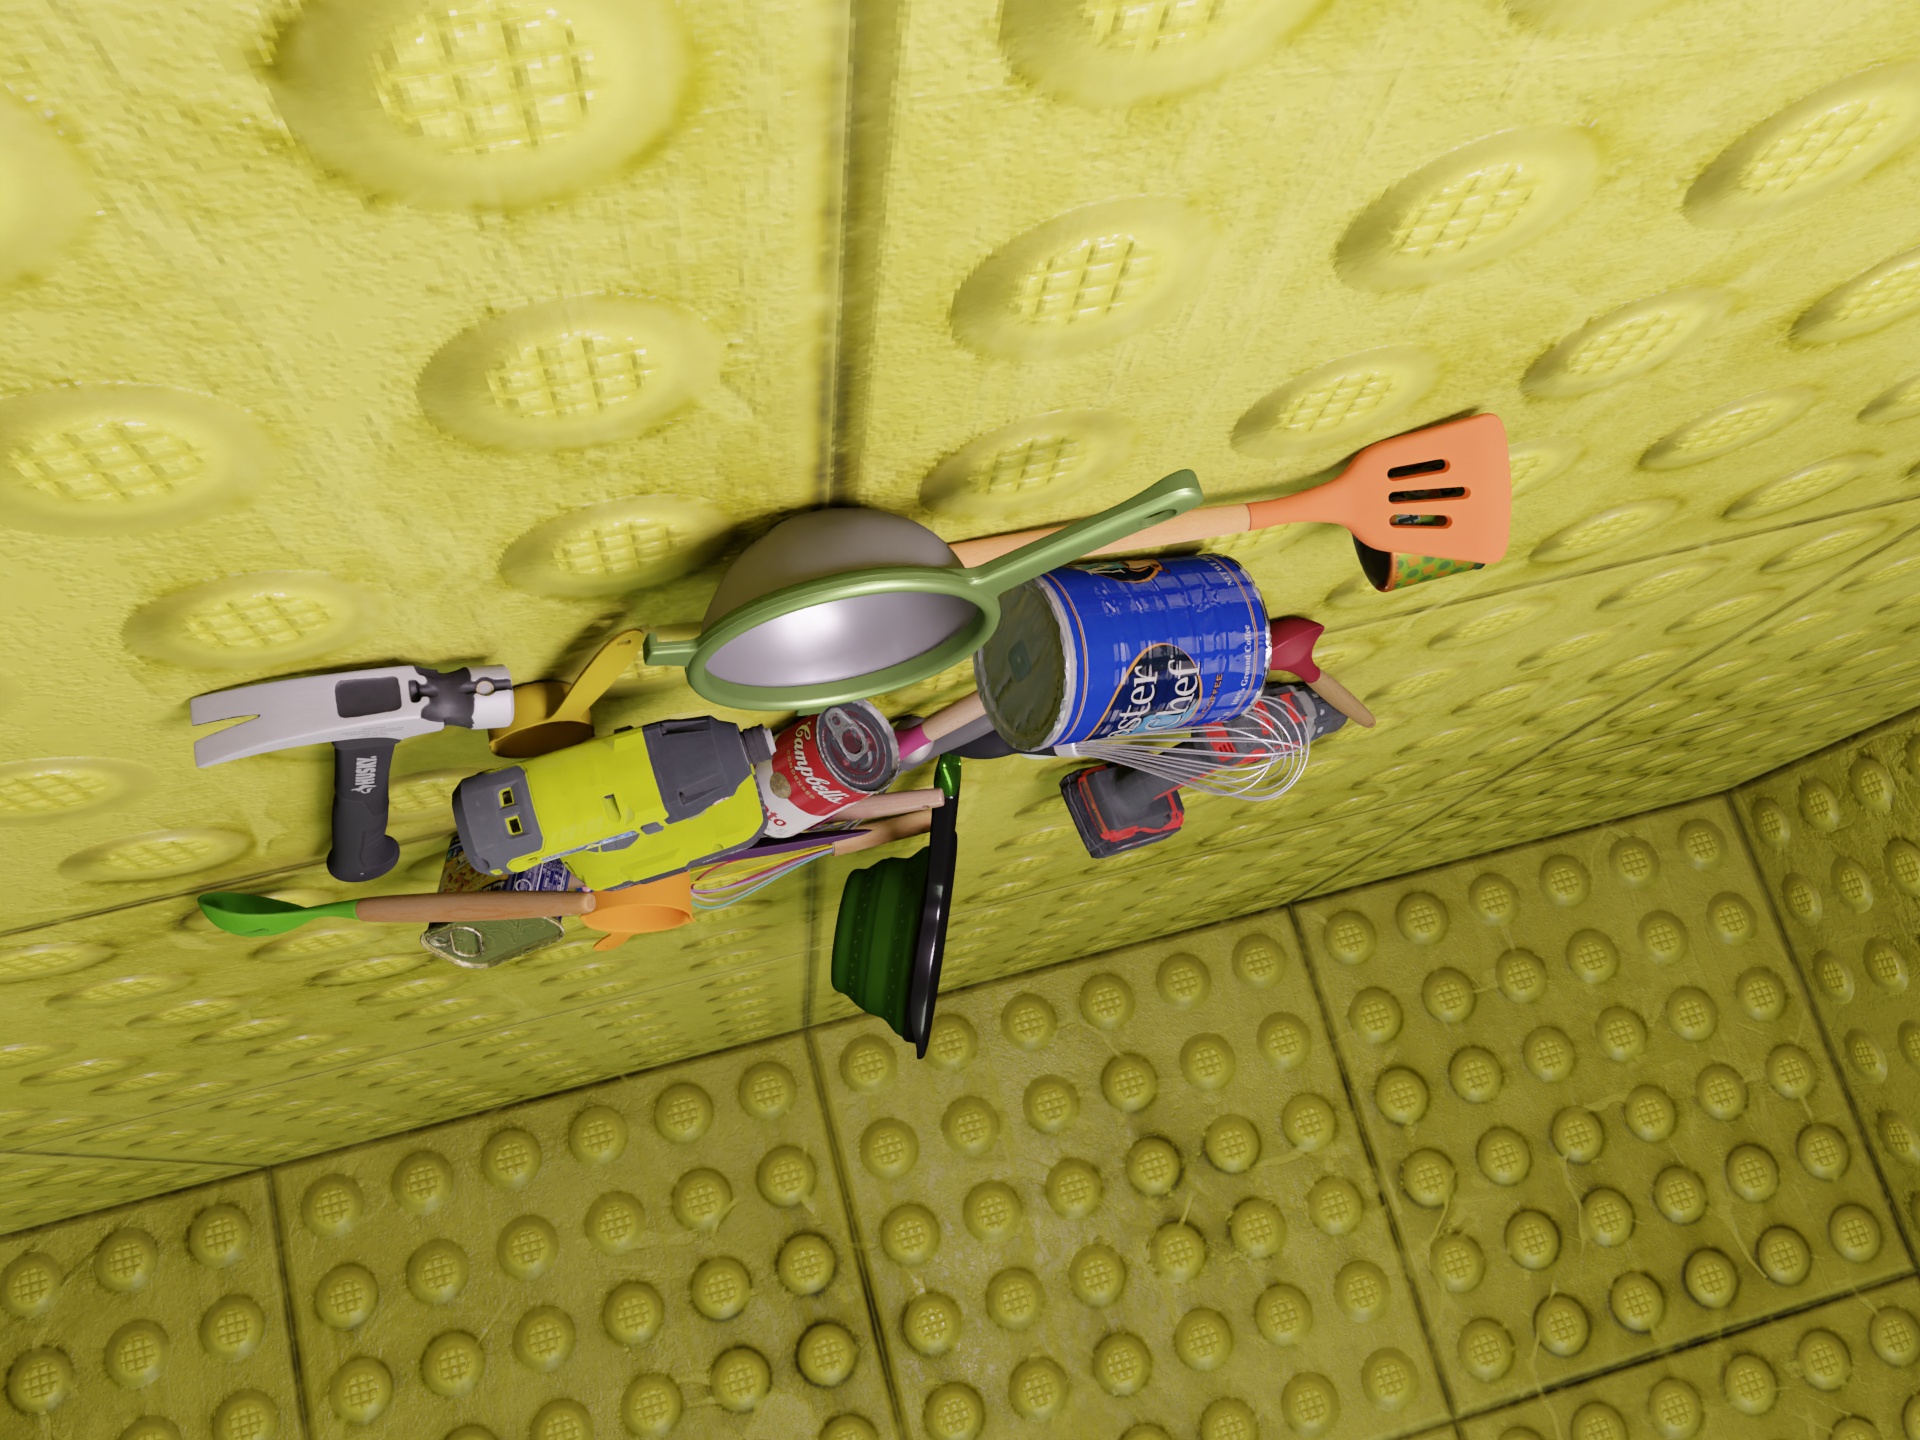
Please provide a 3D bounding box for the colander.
[{"bbox_3d":[-0.057,0.141,1.354,0.094,0.205,0.396,8,141,2],"label":"colander"}]

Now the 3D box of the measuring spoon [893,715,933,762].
[{"bbox_3d":[-0.076,0.024,1.138,0.124,0.034,0.018,-17,155,24],"label":"measuring spoon"}]

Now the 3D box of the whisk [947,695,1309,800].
[{"bbox_3d":[0.105,0.014,1.106,0.285,0.070,0.070,2,176,32],"label":"whisk"}]

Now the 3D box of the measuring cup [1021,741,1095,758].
[{"bbox_3d":[0.105,-0.011,1.164,0.167,0.038,0.083,-24,163,38],"label":"measuring cup"}]

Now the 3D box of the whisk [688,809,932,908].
[{"bbox_3d":[-0.132,0.116,1.392,0.245,0.051,0.047,-12,160,-23],"label":"whisk"}]

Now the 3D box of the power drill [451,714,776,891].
[{"bbox_3d":[-0.187,0.047,0.948,0.171,0.080,0.223,-17,173,-4],"label":"power drill"}]

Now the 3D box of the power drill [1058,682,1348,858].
[{"bbox_3d":[0.218,0.032,1.377,0.188,0.080,0.226,-10,162,-45],"label":"power drill"}]

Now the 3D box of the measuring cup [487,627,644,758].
[{"bbox_3d":[-0.206,-0.022,0.843,0.062,0.029,0.156,-4,158,-39],"label":"measuring cup"}]

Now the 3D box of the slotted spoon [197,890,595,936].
[{"bbox_3d":[-0.368,0.122,1.028,0.314,0.031,0.070,-5,174,24],"label":"slotted spoon"}]

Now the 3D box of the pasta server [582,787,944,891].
[{"bbox_3d":[-0.167,0.083,1.160,0.316,0.040,0.060,-8,150,7],"label":"pasta server"}]

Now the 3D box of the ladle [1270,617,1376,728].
[{"bbox_3d":[0.285,-0.030,1.250,0.069,0.031,0.315,-31,156,19],"label":"ladle"}]

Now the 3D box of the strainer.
[{"bbox_3d":[-0.015,-0.079,0.735,0.256,0.069,0.151,-22,162,21],"label":"strainer"}]

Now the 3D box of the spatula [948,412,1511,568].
[{"bbox_3d":[0.130,-0.103,0.838,0.322,0.081,0.041,-9,-164,-8],"label":"spatula"}]

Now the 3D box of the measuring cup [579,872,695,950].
[{"bbox_3d":[-0.282,0.153,1.335,0.095,0.052,0.173,5,158,-25],"label":"measuring cup"}]

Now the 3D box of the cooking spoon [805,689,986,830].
[{"bbox_3d":[-0.002,-0.003,1.073,0.319,0.069,0.017,-29,131,26],"label":"cooking spoon"}]

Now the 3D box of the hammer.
[{"bbox_3d":[-0.347,0.041,0.905,0.146,0.035,0.334,-6,164,-23],"label":"hammer"}]

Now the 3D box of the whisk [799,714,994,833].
[{"bbox_3d":[-0.040,0.029,1.158,0.239,0.055,0.055,-29,160,32],"label":"whisk"}]

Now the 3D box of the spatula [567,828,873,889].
[{"bbox_3d":[-0.218,0.102,1.134,0.316,0.018,0.060,-9,177,4],"label":"spatula"}]
